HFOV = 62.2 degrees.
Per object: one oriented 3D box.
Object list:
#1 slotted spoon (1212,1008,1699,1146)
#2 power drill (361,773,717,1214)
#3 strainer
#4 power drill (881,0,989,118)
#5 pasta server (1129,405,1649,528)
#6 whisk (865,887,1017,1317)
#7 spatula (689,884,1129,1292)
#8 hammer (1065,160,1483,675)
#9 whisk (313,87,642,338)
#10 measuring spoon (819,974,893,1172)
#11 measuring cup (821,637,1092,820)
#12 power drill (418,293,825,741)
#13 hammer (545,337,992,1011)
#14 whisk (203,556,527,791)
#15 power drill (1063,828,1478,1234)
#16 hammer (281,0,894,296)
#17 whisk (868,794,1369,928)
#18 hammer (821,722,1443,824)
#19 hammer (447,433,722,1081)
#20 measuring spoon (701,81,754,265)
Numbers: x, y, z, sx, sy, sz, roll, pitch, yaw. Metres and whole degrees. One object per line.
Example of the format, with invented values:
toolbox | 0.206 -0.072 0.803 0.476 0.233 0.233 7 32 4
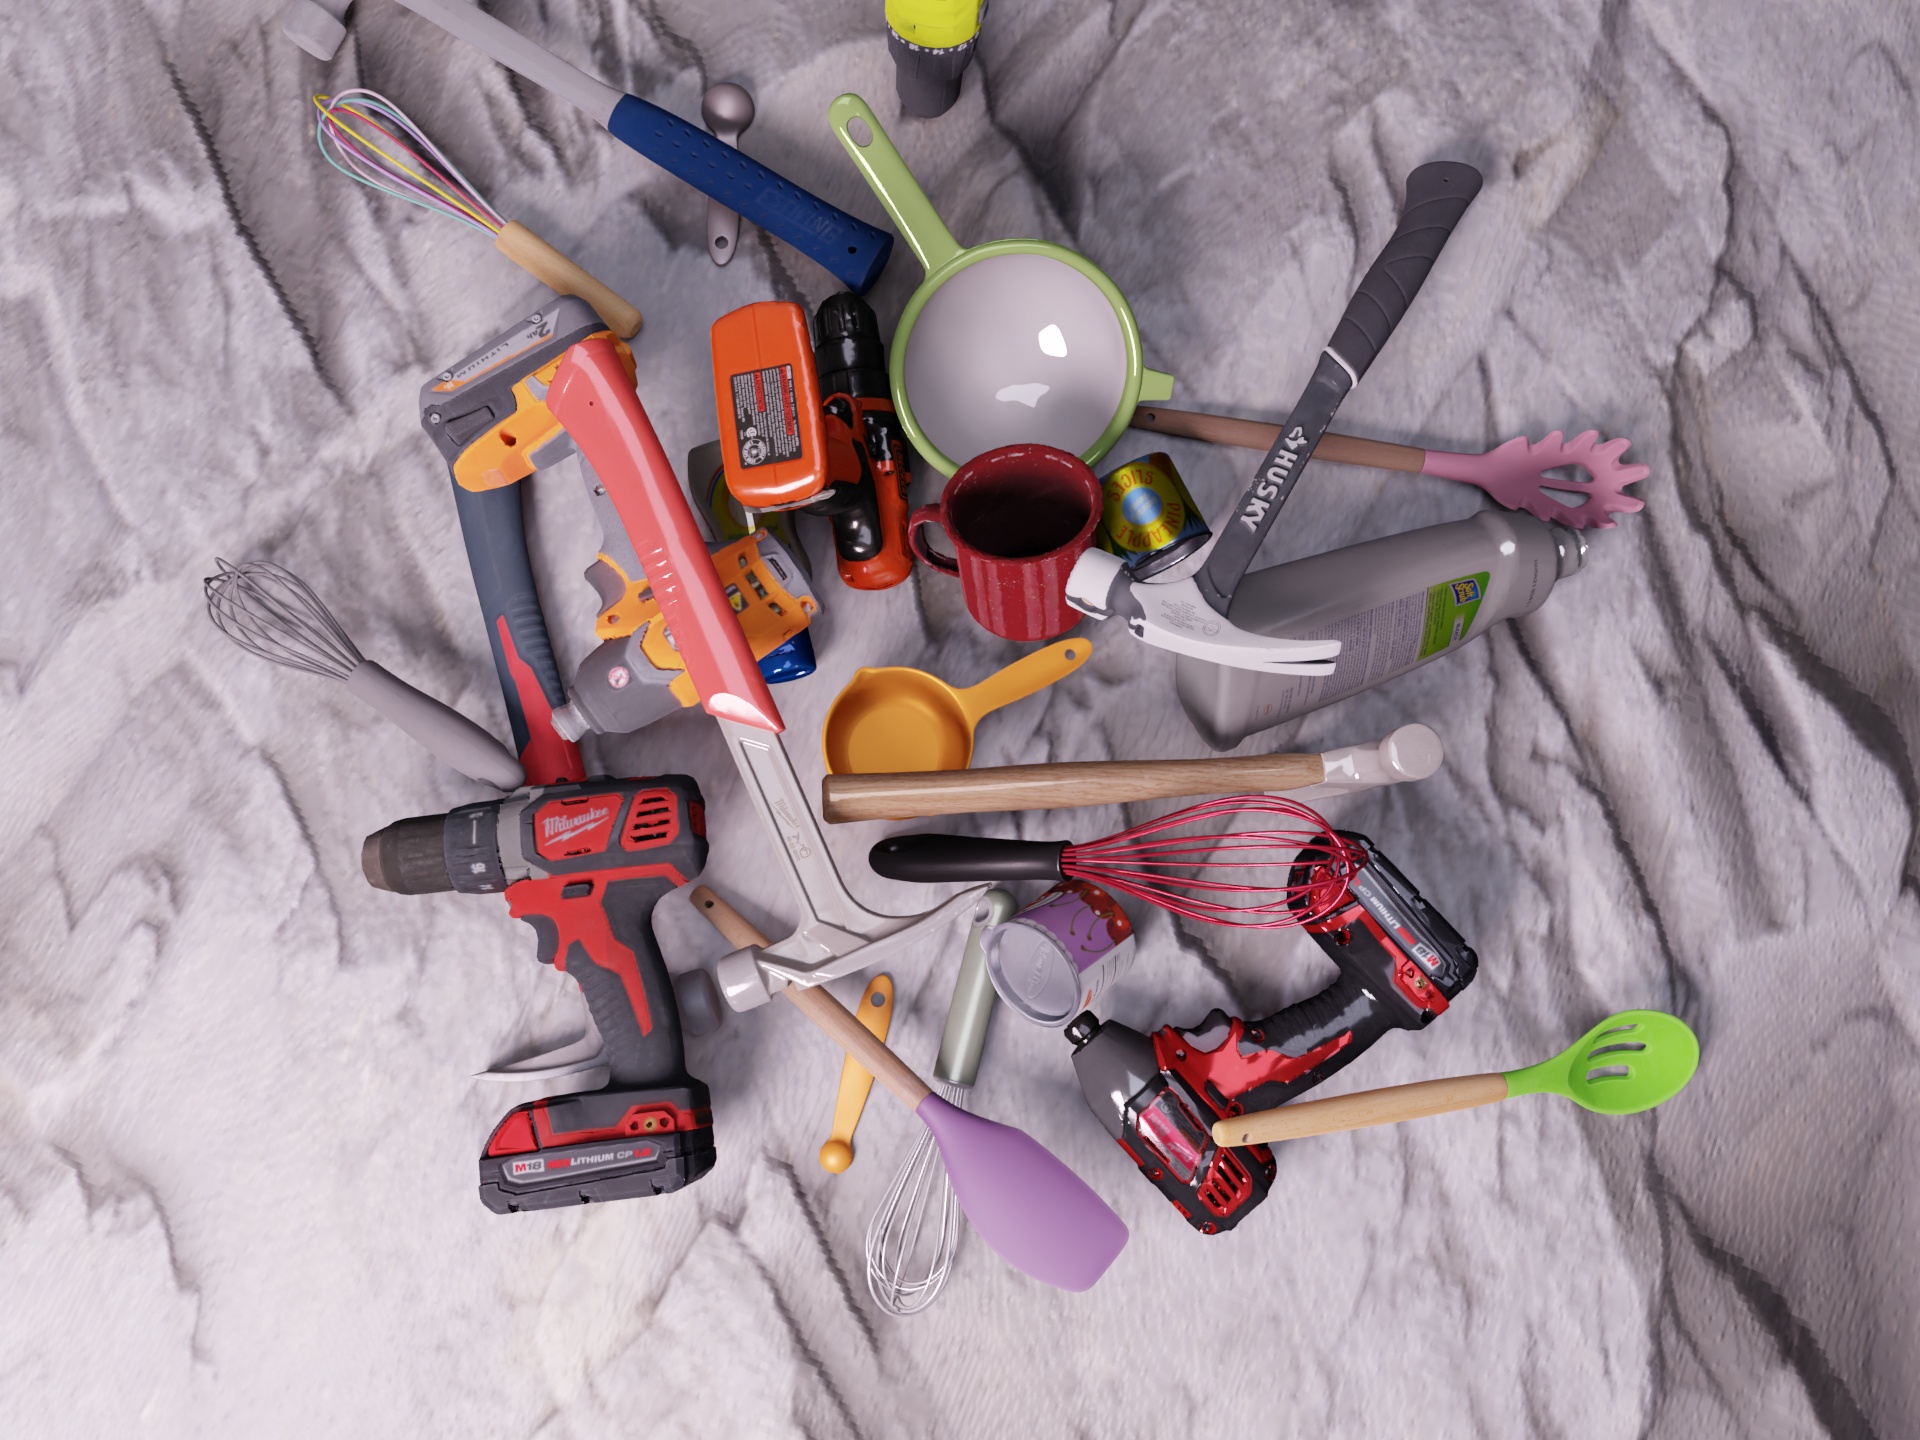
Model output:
slotted spoon | 0.279 0.205 0.885 0.313 0.031 0.070 -4 110 -21
power drill | -0.225 0.144 0.862 0.188 0.080 0.227 -7 79 0
strainer | 0.001 -0.256 0.945 0.151 0.069 0.256 -34 109 8
power drill | 0.000 -0.508 0.975 0.080 0.190 0.229 11 66 0
pasta server | 0.261 -0.166 0.986 0.316 0.040 0.060 9 91 1
whisk | -0.005 0.216 0.913 0.059 0.058 0.246 23 75 -33
spatula | -0.041 0.198 0.891 0.316 0.018 0.060 40 79 17
hammer | 0.221 -0.193 0.937 0.149 0.036 0.409 25 65 16
whisk | -0.302 -0.314 0.988 0.245 0.047 0.051 36 80 1
measuring spoon | -0.060 0.205 0.925 0.021 0.011 0.117 15 80 0
measuring cup | -0.001 -0.003 0.944 0.173 0.052 0.095 -27 84 -11
power drill | -0.206 -0.106 0.899 0.164 0.084 0.226 -36 85 -8
hammer | -0.119 -0.037 0.838 0.149 0.036 0.359 -24 87 3
whisk | -0.344 -0.027 0.916 0.239 0.055 0.055 32 81 13
power drill | 0.171 0.169 0.910 0.219 0.078 0.143 -43 85 -5
hammer | -0.220 -0.391 0.993 0.405 0.035 0.144 31 90 4
whisk | 0.077 0.077 0.874 0.296 0.073 0.073 -2 79 29
hammer | 0.088 0.034 0.890 0.331 0.130 0.031 -3 81 -7
hammer | -0.260 0.015 0.937 0.143 0.038 0.386 -17 82 -3
measuring spoon | -0.150 -0.350 1.010 0.034 0.018 0.124 1 81 -2
